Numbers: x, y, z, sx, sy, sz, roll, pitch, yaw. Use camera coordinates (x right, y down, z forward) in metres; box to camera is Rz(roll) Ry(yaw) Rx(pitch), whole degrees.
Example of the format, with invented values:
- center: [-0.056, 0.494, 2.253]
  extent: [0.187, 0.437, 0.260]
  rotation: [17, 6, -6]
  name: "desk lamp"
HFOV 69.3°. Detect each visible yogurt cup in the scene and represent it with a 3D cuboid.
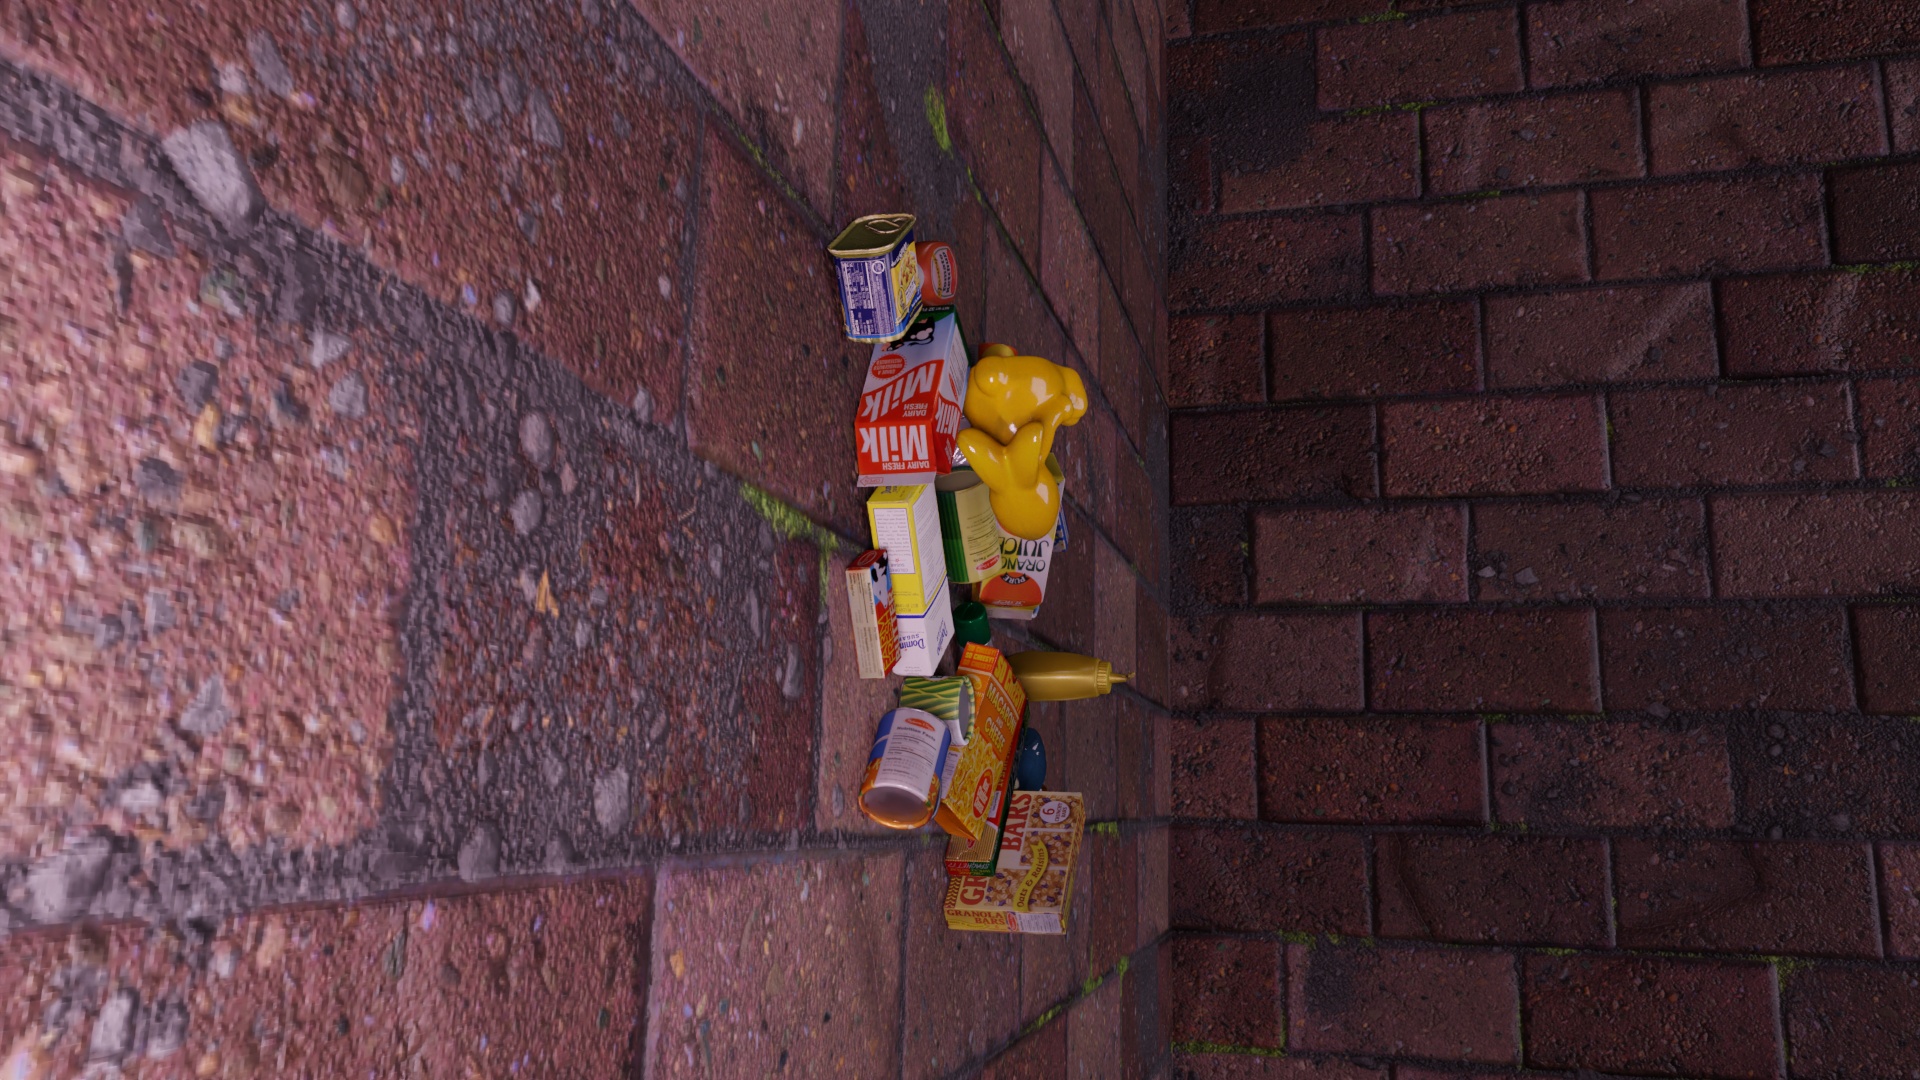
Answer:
- center: [0.009, -0.098, 1.455]
  extent: [0.054, 0.072, 0.072]
  rotation: [-13, 101, -83]
  name: "yogurt cup"

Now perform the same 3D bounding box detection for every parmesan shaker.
- center: [0.005, -0.018, 1.418]
  extent: [0.072, 0.071, 0.102]
  rotation: [-64, 148, -60]
  name: "parmesan shaker"

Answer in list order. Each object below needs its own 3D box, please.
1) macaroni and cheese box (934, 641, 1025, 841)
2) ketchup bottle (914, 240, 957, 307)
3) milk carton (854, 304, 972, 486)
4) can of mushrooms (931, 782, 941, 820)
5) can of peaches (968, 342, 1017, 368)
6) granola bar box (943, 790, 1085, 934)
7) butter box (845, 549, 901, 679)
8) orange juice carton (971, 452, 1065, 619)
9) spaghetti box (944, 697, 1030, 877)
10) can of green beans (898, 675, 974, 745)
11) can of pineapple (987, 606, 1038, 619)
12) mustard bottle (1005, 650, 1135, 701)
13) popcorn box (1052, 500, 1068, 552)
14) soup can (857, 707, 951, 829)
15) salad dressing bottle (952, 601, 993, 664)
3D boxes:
- center: [0.013, 0.204, 1.405]
  extent: [0.123, 0.040, 0.167]
  rotation: [61, 44, -57]
  name: "macaroni and cheese box"
- center: [-0.042, -0.251, 1.321]
  extent: [0.149, 0.043, 0.064]
  rotation: [-40, 126, -70]
  name: "ketchup bottle"
- center: [-0.043, -0.121, 1.248]
  extent: [0.073, 0.072, 0.191]
  rotation: [71, 22, -48]
  name: "milk carton"
- center: [-0.041, 0.224, 1.288]
  extent: [0.071, 0.033, 0.071]
  rotation: [-3, 91, -74]
  name: "can of mushrooms"
- center: [0.033, -0.181, 1.535]
  extent: [0.071, 0.071, 0.058]
  rotation: [35, 54, -71]
  name: "can of peaches"
- center: [0.060, 0.338, 1.472]
  extent: [0.166, 0.124, 0.039]
  rotation: [-71, 155, -52]
  name: "granola bar box"
- center: [-0.075, 0.064, 1.200]
  extent: [0.053, 0.024, 0.103]
  rotation: [-50, 136, -67]
  name: "butter box"
- center: [0.059, 0.002, 1.523]
  extent: [0.073, 0.072, 0.191]
  rotation: [-104, -159, -64]
  name: "orange juice carton"
- center: [0.033, 0.264, 1.524]
  extent: [0.251, 0.050, 0.028]
  rotation: [-72, 157, -52]
  name: "spaghetti box"
- center: [-0.022, 0.161, 1.319]
  extent: [0.071, 0.058, 0.071]
  rotation: [-3, 91, -75]
  name: "can of green beans"
- center: [0.058, 0.057, 1.623]
  extent: [0.071, 0.058, 0.071]
  rotation: [-3, 91, -75]
  name: "can of pineapple"
- center: [0.132, 0.166, 1.687]
  extent: [0.065, 0.160, 0.048]
  rotation: [-63, 149, -58]
  name: "mustard bottle"
- center: [0.077, -0.040, 1.651]
  extent: [0.038, 0.085, 0.126]
  rotation: [-77, 159, -46]
  name: "popcorn box"
- center: [-0.049, 0.200, 1.206]
  extent: [0.084, 0.071, 0.071]
  rotation: [-75, 157, -46]
  name: "soup can"
- center: [0.021, 0.135, 1.505]
  extent: [0.064, 0.044, 0.147]
  rotation: [-63, 148, -50]
  name: "salad dressing bottle"
